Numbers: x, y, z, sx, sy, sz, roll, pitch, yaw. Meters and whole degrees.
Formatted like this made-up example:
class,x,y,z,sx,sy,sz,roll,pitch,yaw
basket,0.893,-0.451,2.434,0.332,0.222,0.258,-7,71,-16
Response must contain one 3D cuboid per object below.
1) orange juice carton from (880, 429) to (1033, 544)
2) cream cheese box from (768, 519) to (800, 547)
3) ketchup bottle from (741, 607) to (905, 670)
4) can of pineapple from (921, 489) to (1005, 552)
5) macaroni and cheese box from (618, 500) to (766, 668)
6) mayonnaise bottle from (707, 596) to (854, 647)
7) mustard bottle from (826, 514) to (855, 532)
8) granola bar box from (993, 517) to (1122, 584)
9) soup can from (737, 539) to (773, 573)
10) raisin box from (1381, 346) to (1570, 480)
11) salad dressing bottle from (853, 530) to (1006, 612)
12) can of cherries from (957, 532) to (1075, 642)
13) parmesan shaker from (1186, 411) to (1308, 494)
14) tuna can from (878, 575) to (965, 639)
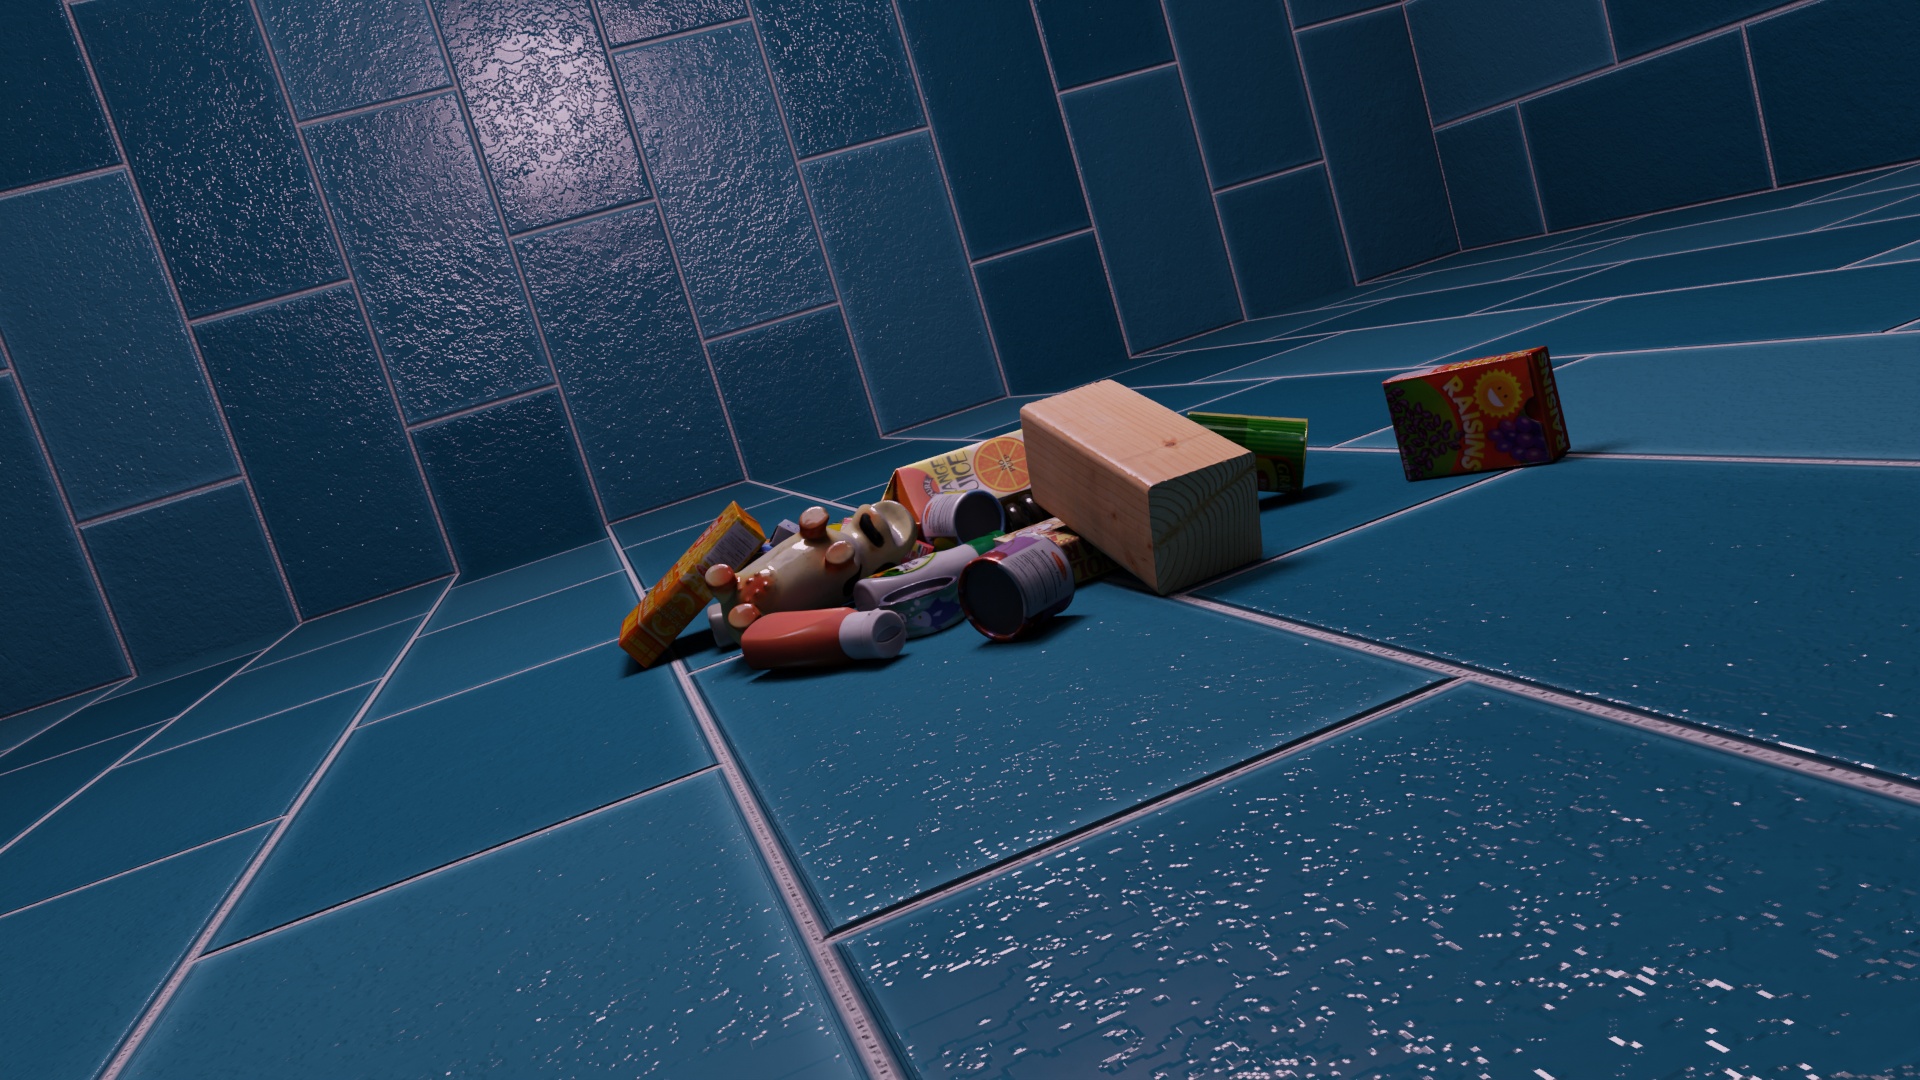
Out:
class,x,y,z,sx,sy,sz,roll,pitch,yaw
orange juice carton,-0.006,-0.046,1.476,0.193,0.073,0.071,-18,-25,-12
cream cheese box,-0.142,0.013,1.416,0.104,0.024,0.053,25,7,-3
ketchup bottle,-0.106,0.076,1.094,0.148,0.043,0.065,-7,13,45
can of pineapple,0.005,-0.017,1.392,0.071,0.071,0.058,-22,11,-31
macaroni and cheese box,-0.262,0.041,1.360,0.166,0.040,0.124,-48,14,-2
mayonnaise bottle,-0.162,0.059,1.308,0.148,0.041,0.065,-19,8,-9
mustard bottle,-0.093,-0.014,1.596,0.161,0.048,0.065,-24,13,-38
granola bar box,0.126,-0.005,1.179,0.166,0.039,0.124,-19,10,-16
soup can,-0.194,0.036,1.424,0.071,0.071,0.084,-16,9,3
raisin box,0.404,-0.099,1.093,0.123,0.086,0.040,-8,11,46
salad dressing bottle,-0.020,0.031,1.207,0.148,0.044,0.064,-22,2,-30
can of cherries,0.039,0.035,1.016,0.071,0.071,0.058,-8,13,43
parmesan shaker,0.248,-0.075,1.212,0.103,0.071,0.071,4,14,12
tuna can,-0.032,0.055,1.123,0.071,0.032,0.071,-16,9,3
